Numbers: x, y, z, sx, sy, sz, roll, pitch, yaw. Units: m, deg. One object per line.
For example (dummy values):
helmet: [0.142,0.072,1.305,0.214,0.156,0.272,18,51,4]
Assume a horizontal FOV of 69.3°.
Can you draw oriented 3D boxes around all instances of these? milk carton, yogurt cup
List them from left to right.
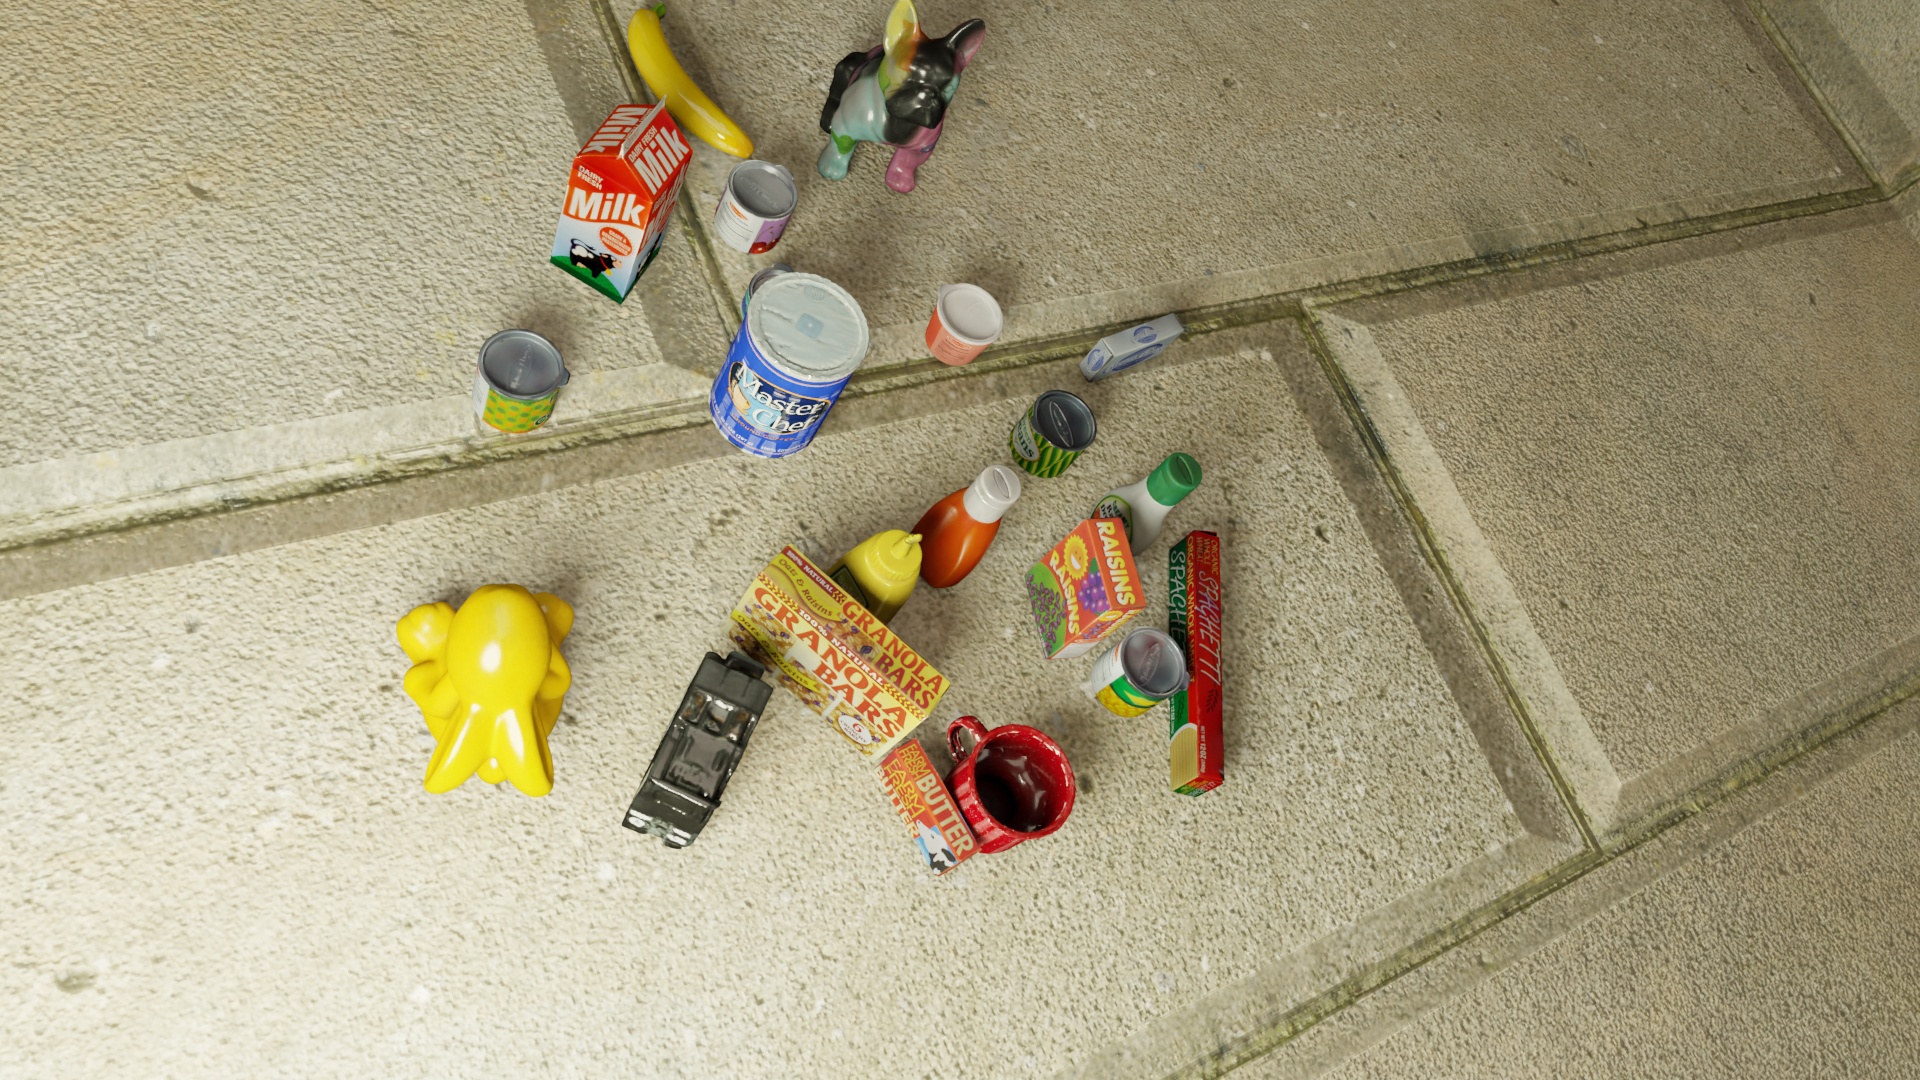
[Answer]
milk carton: [-0.282,-0.290,1.161,0.073,0.189,0.073,31,56,-8]
yogurt cup: [0.001,-0.204,1.332,0.072,0.053,0.073,11,61,-20]

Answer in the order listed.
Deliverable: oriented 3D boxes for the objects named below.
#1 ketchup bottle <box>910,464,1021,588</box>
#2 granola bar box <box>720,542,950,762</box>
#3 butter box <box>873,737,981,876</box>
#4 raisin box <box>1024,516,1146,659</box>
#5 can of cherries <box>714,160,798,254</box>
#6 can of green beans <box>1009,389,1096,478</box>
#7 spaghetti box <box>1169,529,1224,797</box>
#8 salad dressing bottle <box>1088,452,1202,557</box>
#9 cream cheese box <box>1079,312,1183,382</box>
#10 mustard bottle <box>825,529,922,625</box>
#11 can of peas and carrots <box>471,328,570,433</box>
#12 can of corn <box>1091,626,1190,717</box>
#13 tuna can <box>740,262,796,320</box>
ketchup bottle: [0.004,-0.015,1.178,0.044,0.148,0.065,-14,71,-30]
granola bar box: [-0.100,0.090,1.089,0.165,0.123,0.039,41,55,-1]
butter box: [-0.027,0.212,1.103,0.024,0.053,0.103,-24,77,-33]
raisin box: [0.107,0.043,1.211,0.040,0.122,0.086,-2,66,-26]
can of cherries: [-0.189,-0.311,1.296,0.071,0.058,0.072,11,61,-20]
can of green beans: [0.087,-0.100,1.316,0.071,0.057,0.071,11,61,-20]
spaghetti box: [0.215,0.108,1.273,0.029,0.050,0.251,15,59,-18]
salad dressing bottle: [0.167,-0.031,1.263,0.044,0.147,0.064,-12,71,-30]
cream cheese box: [0.174,-0.196,1.410,0.104,0.053,0.024,-24,77,-33]
mustard bottle: [-0.067,0.027,1.115,0.049,0.159,0.065,-26,78,-33]
can of peas and carrots: [-0.356,-0.127,1.122,0.071,0.058,0.071,11,61,-20]
can of corn: [0.160,0.119,1.236,0.071,0.058,0.071,11,61,-20]
tuna can: [-0.166,-0.217,1.274,0.071,0.032,0.071,11,61,-20]
